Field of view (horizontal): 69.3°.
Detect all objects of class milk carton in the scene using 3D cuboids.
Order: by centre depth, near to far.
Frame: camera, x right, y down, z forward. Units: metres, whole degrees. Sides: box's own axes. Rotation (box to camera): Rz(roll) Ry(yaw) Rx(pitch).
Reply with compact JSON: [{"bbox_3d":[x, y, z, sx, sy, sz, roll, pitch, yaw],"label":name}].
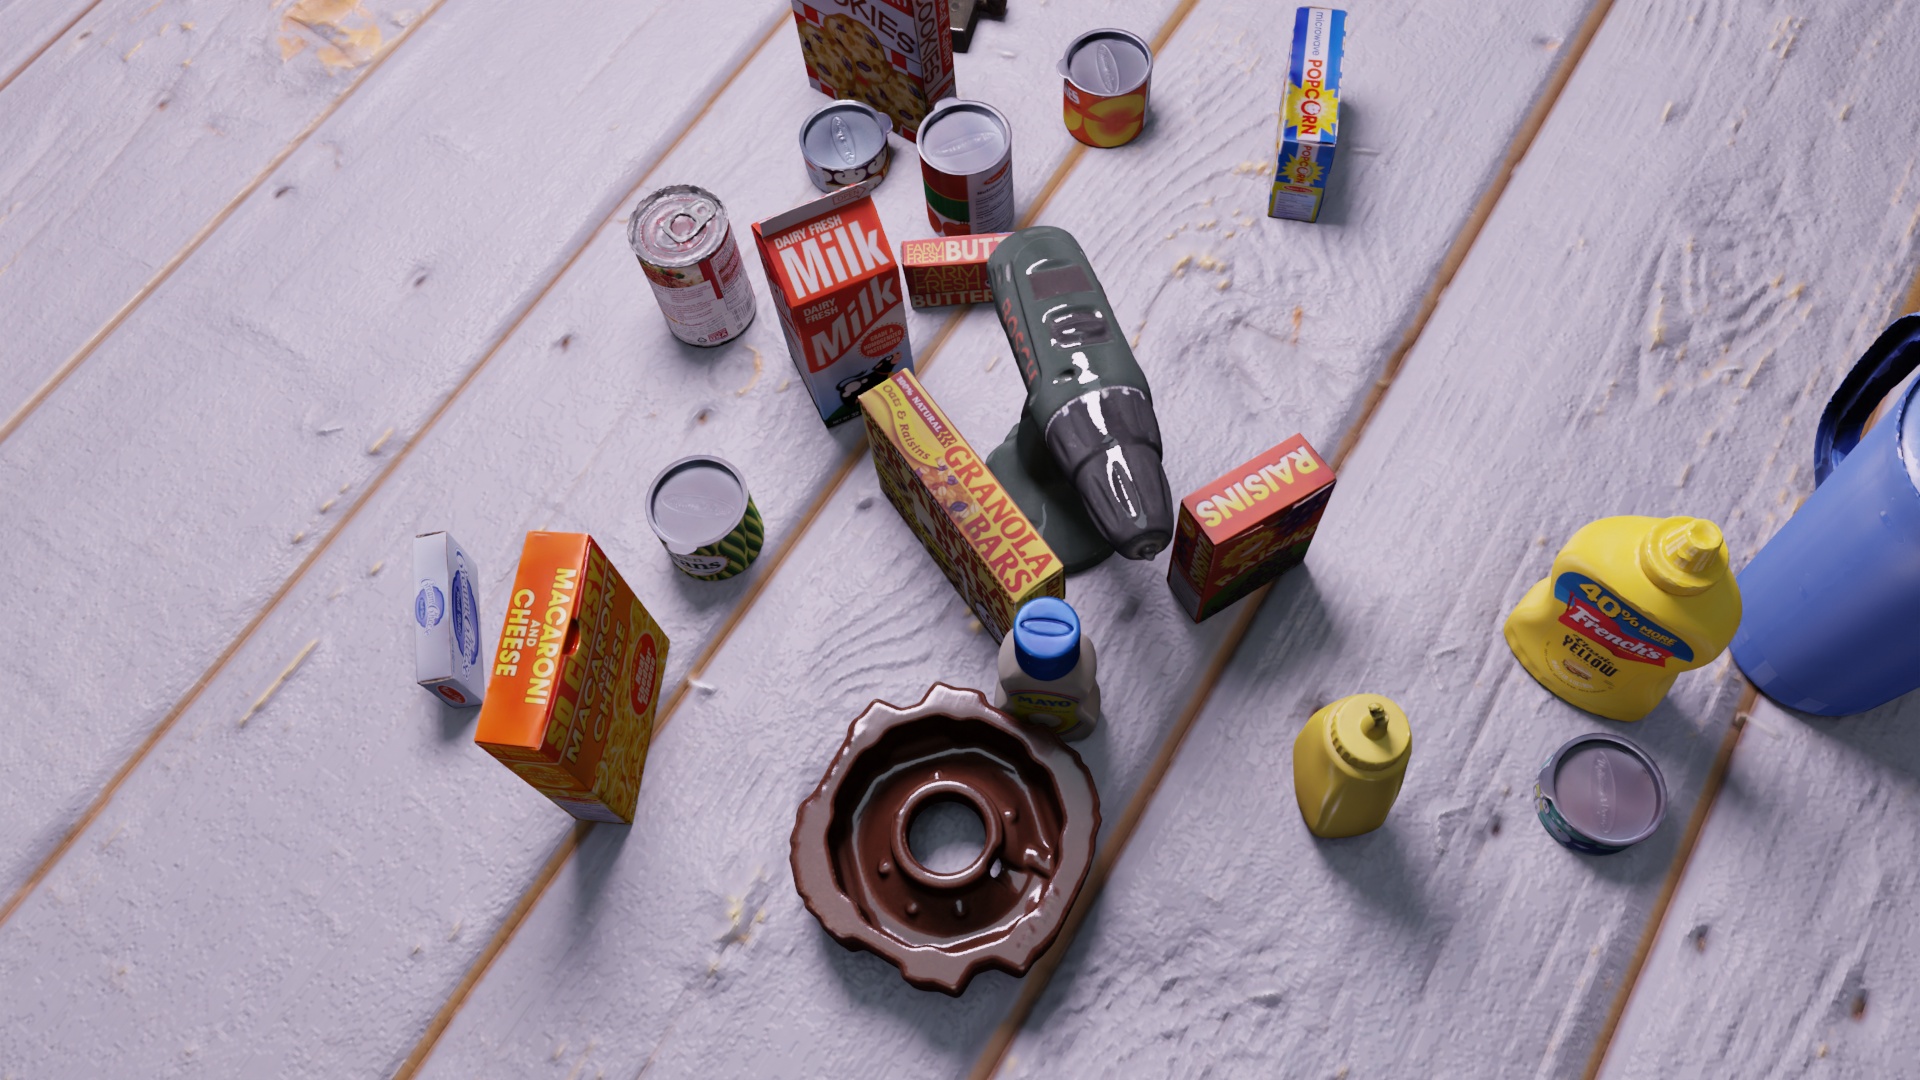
[{"bbox_3d":[-0.081,-0.158,0.895,0.072,0.189,0.073,-24,66,-7],"label":"milk carton"}]

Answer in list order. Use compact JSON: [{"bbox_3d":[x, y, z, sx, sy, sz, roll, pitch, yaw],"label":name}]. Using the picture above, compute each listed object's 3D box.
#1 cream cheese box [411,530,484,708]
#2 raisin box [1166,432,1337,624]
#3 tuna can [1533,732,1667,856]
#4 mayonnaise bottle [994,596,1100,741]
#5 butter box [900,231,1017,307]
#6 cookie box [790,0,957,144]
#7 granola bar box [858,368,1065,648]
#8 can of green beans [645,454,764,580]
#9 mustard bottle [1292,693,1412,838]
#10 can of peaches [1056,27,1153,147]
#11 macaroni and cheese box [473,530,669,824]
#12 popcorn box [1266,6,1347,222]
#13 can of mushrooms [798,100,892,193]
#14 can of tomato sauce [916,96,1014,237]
[{"bbox_3d":[-0.328,0.051,0.889,0.024,0.053,0.104,-12,65,-2],"label":"cream cheese box"},{"bbox_3d":[0.173,-0.004,0.843,0.086,0.123,0.040,-28,67,-9],"label":"raisin box"},{"bbox_3d":[0.369,0.148,0.809,0.071,0.032,0.071,-1,65,3],"label":"tuna can"},{"bbox_3d":[0.050,0.076,0.800,0.065,0.147,0.041,5,66,6],"label":"mayonnaise bottle"},{"bbox_3d":[0.011,-0.191,0.980,0.103,0.053,0.024,-4,65,2],"label":"butter box"},{"bbox_3d":[-0.065,-0.376,1.009,0.123,0.166,0.040,33,72,17],"label":"cookie box"},{"bbox_3d":[0.003,-0.011,0.857,0.039,0.123,0.166,-33,67,-11],"label":"granola bar box"},{"bbox_3d":[-0.166,-0.014,0.906,0.071,0.057,0.071,-1,65,3],"label":"can of green beans"},{"bbox_3d":[0.217,0.119,0.762,0.049,0.159,0.065,-8,65,0],"label":"mustard bottle"},{"bbox_3d":[0.107,-0.338,1.040,0.071,0.058,0.071,-1,65,3],"label":"can of peaches"},{"bbox_3d":[-0.218,0.084,0.804,0.040,0.165,0.124,4,66,6],"label":"macaroni and cheese box"},{"bbox_3d":[0.250,-0.307,1.001,0.038,0.085,0.127,8,66,8],"label":"popcorn box"},{"bbox_3d":[-0.084,-0.296,1.046,0.071,0.033,0.071,-1,65,3],"label":"can of mushrooms"},{"bbox_3d":[0.004,-0.264,0.998,0.071,0.082,0.071,-1,65,3],"label":"can of tomato sauce"}]
